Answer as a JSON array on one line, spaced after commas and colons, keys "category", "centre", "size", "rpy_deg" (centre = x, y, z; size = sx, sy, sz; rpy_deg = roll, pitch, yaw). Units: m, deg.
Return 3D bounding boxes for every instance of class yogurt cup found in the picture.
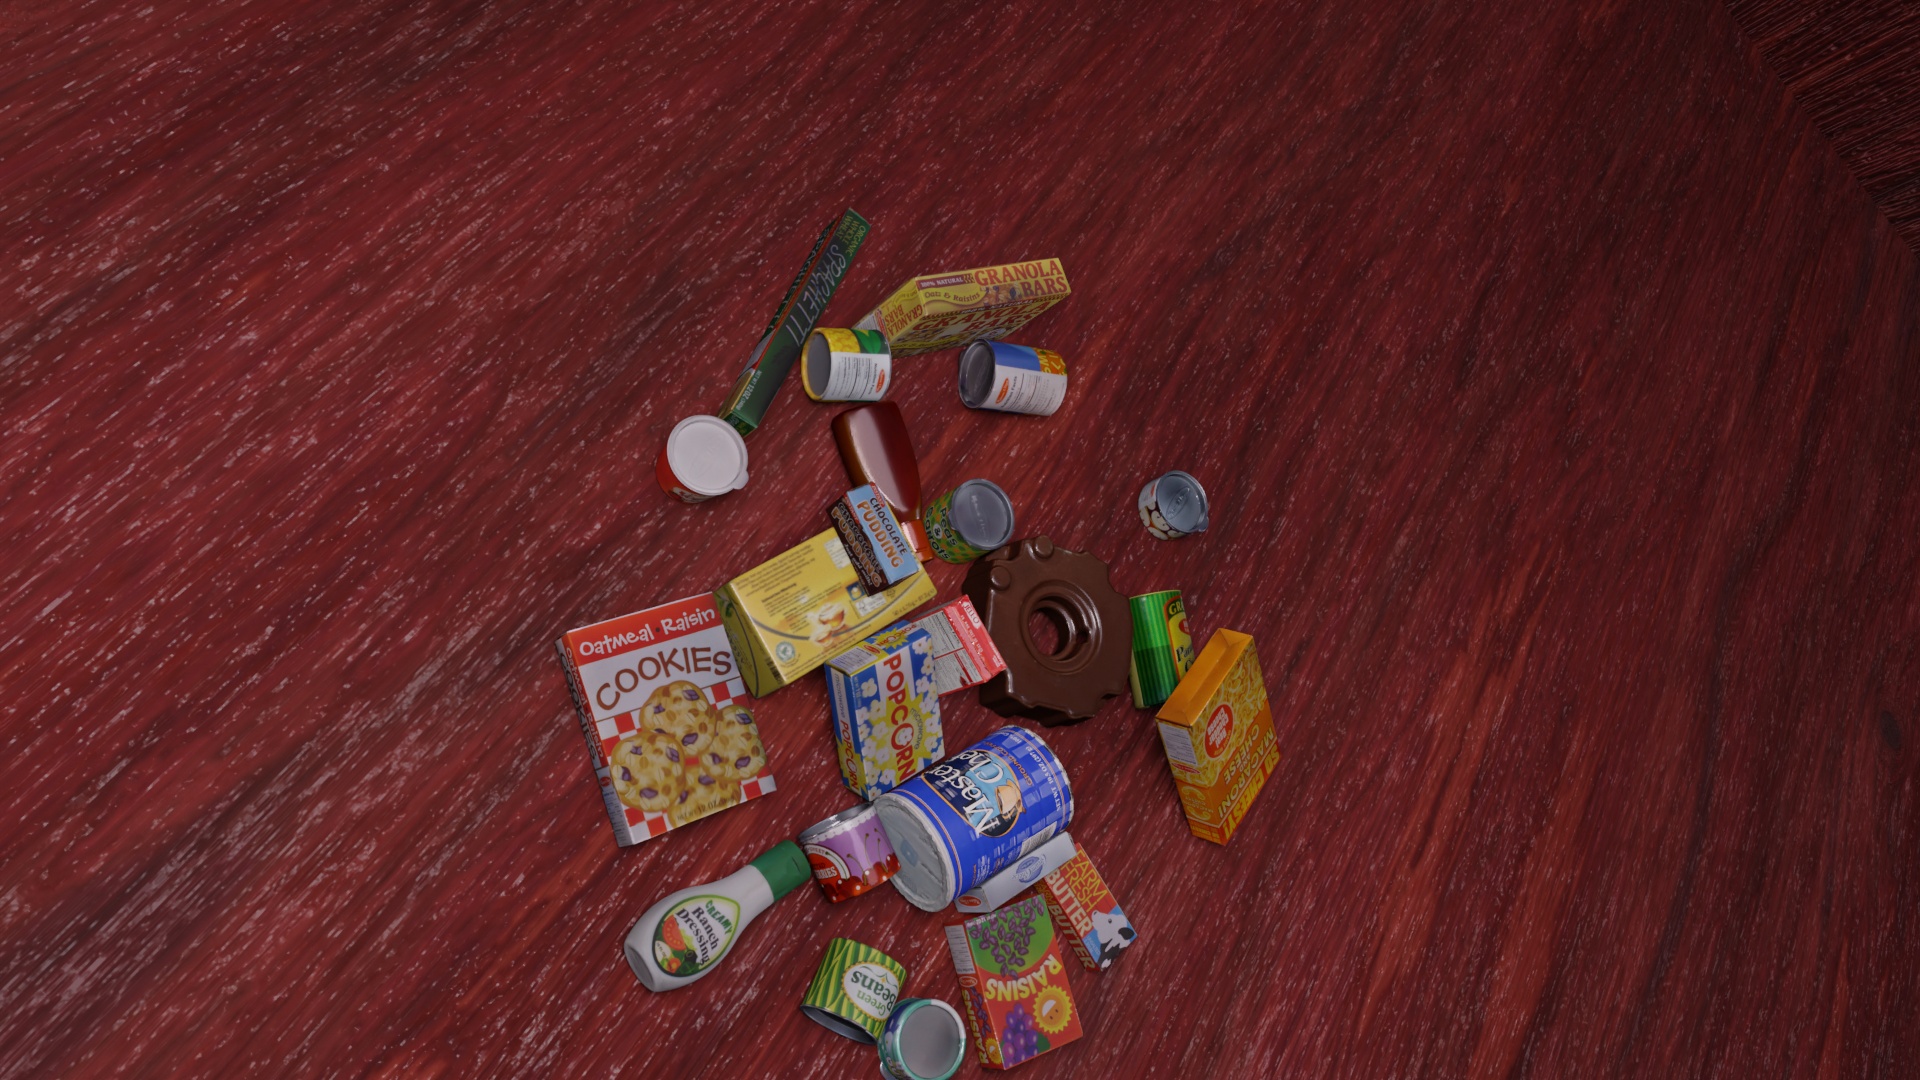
[{"category": "yogurt cup", "centre": [-0.216, -0.063, 1.140], "size": [0.072, 0.053, 0.072], "rpy_deg": [10, 69, -29]}]

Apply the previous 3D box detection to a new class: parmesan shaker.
[{"category": "parmesan shaker", "centre": [0.190, 0.105, 1.330], "size": [0.071, 0.071, 0.103], "rpy_deg": [-4, 77, -33]}]

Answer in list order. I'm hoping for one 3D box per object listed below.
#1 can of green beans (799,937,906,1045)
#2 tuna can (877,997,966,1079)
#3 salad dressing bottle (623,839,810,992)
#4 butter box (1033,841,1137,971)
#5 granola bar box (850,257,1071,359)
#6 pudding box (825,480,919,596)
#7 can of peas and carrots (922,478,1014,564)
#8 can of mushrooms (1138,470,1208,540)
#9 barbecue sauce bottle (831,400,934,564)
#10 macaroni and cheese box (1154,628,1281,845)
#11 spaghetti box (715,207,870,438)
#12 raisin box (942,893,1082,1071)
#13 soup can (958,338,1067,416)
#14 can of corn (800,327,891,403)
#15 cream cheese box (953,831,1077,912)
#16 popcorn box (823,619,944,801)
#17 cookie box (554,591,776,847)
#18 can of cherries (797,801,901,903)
[{"category": "can of green beans", "centre": [-0.082, 0.350, 1.080], "size": [0.071, 0.071, 0.058], "rpy_deg": [37, 59, -17]}, {"category": "tuna can", "centre": [-0.032, 0.403, 1.114], "size": [0.071, 0.032, 0.071], "rpy_deg": [11, 69, -29]}, {"category": "salad dressing bottle", "centre": [-0.182, 0.281, 1.055], "size": [0.148, 0.044, 0.064], "rpy_deg": [-30, 93, -35]}, {"category": "butter box", "centre": [0.109, 0.324, 1.232], "size": [0.053, 0.024, 0.103], "rpy_deg": [-35, 94, -35]}, {"category": "granola bar box", "centre": [-0.001, -0.212, 1.278], "size": [0.166, 0.124, 0.039], "rpy_deg": [-15, 85, -34]}, {"category": "pudding box", "centre": [-0.072, -0.001, 1.129], "size": [0.030, 0.049, 0.083], "rpy_deg": [-24, 87, -33]}, {"category": "can of peas and carrots", "centre": [0.004, -0.016, 1.257], "size": [0.071, 0.058, 0.071], "rpy_deg": [10, 70, -28]}, {"category": "can of mushrooms", "centre": [0.217, -0.033, 1.409], "size": [0.071, 0.033, 0.071], "rpy_deg": [11, 69, -29]}, {"category": "barbecue sauce bottle", "centre": [-0.063, -0.048, 1.235], "size": [0.065, 0.043, 0.148], "rpy_deg": [-16, 84, -34]}, {"category": "macaroni and cheese box", "centre": [0.245, 0.185, 1.304], "size": [0.124, 0.040, 0.165], "rpy_deg": [-48, 133, -32]}, {"category": "spaghetti box", "centre": [-0.148, -0.193, 1.226], "size": [0.028, 0.050, 0.251], "rpy_deg": [36, 59, -20]}, {"category": "raisin box", "centre": [0.044, 0.370, 1.169], "size": [0.086, 0.040, 0.123], "rpy_deg": [-10, 79, -34]}, {"category": "soup can", "centre": [0.049, -0.156, 1.327], "size": [0.084, 0.071, 0.071], "rpy_deg": [4, 73, -32]}, {"category": "can of corn", "centre": [-0.103, -0.156, 1.234], "size": [0.058, 0.071, 0.071], "rpy_deg": [-2, 76, -32]}, {"category": "cream cheese box", "centre": [0.045, 0.283, 1.189], "size": [0.104, 0.053, 0.024], "rpy_deg": [-24, 91, -35]}, {"category": "popcorn box", "centre": [-0.061, 0.139, 1.142], "size": [0.085, 0.038, 0.126], "rpy_deg": [-27, 124, -35]}, {"category": "cookie box", "centre": [-0.228, 0.135, 1.077], "size": [0.123, 0.040, 0.167], "rpy_deg": [-16, 84, -34]}, {"category": "can of cherries", "centre": [-0.090, 0.250, 1.108], "size": [0.072, 0.071, 0.058], "rpy_deg": [-23, 89, -35]}]
